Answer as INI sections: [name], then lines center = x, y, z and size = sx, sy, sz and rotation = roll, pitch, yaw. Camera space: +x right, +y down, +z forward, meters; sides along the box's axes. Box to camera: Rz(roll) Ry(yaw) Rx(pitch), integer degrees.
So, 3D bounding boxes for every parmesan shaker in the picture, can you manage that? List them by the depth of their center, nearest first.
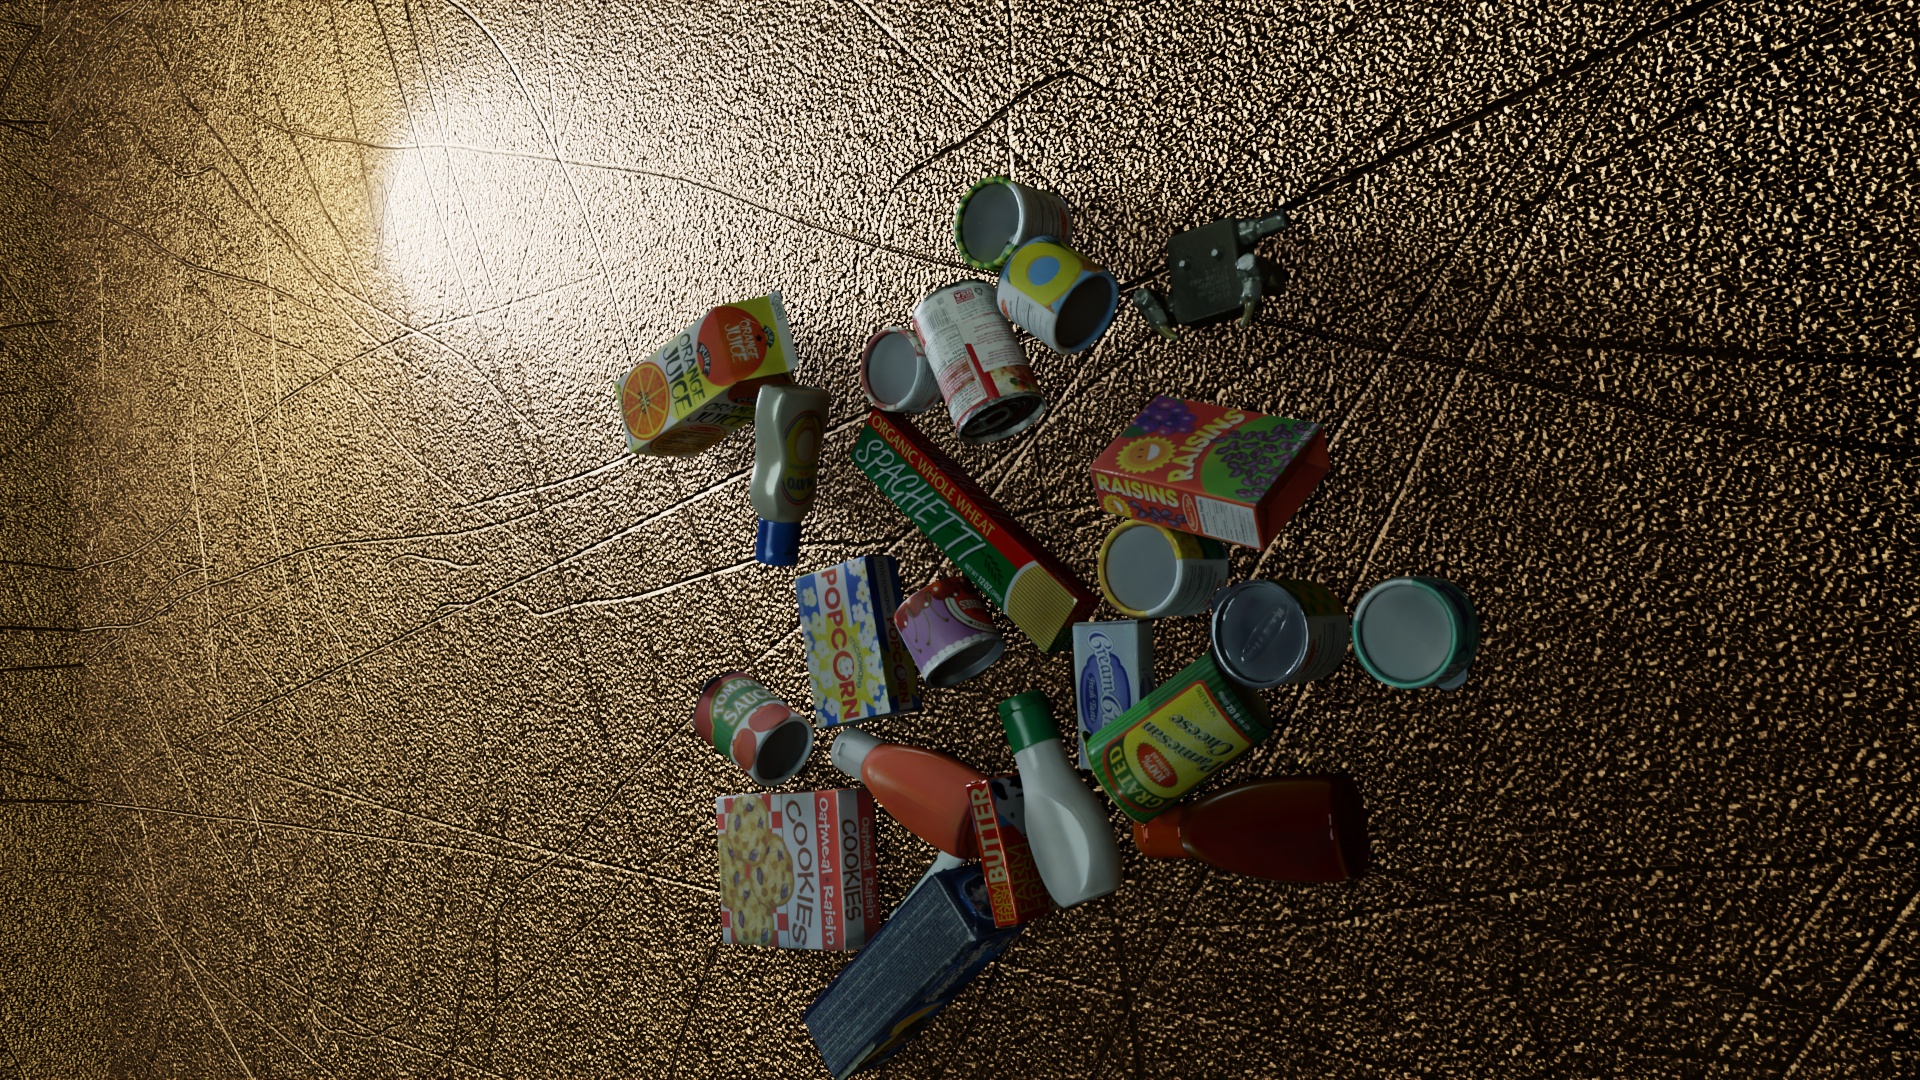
[parmesan shaker]
center = 0.137, 0.122, 0.882
size = 0.103, 0.071, 0.071
rotation = -39, 64, 16

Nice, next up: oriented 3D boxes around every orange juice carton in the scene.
[orange juice carton]
center = -0.209, -0.141, 1.194
size = 0.192, 0.073, 0.072
rotation = -27, 73, 37

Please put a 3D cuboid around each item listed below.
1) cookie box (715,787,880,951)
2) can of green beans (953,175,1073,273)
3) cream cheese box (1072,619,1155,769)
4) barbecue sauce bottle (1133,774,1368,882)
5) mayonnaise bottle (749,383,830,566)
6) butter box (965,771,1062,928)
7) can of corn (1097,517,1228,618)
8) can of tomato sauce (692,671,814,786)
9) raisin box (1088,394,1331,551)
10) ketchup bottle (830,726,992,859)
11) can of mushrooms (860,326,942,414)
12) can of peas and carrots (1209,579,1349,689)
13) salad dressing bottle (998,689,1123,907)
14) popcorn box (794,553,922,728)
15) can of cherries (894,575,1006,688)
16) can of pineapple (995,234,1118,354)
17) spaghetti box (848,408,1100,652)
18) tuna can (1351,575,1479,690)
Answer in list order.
[cookie box]
center = -0.134, 0.267, 1.135
size = 0.167, 0.040, 0.123
rotation = -14, 77, 45
[can of green beans]
center = 0.037, -0.223, 0.995
size = 0.071, 0.058, 0.071
rotation = -1, 89, 41
[cream cheese box]
center = 0.106, 0.107, 0.953
size = 0.053, 0.024, 0.104
rotation = -5, 86, 39
[barbecue sauce bottle]
center = 0.179, 0.182, 0.878
size = 0.148, 0.044, 0.065
rotation = -11, 82, 40
[mayonnaise bottle]
center = -0.144, -0.054, 1.148
size = 0.041, 0.065, 0.147
rotation = 15, 103, 36
[butter box]
center = 0.039, 0.219, 0.990
size = 0.024, 0.053, 0.103
rotation = -22, 75, 40
[can of corn]
center = 0.131, 0.017, 0.912
size = 0.071, 0.058, 0.071
rotation = -1, 89, 40
[can of tomato sauce]
center = -0.173, 0.156, 1.162
size = 0.083, 0.071, 0.071
rotation = 29, 108, 36
[raisin box]
center = 0.156, -0.045, 0.873
size = 0.123, 0.086, 0.040
rotation = 16, 140, 39
[ketchup bottle]
center = -0.038, 0.185, 1.061
size = 0.149, 0.043, 0.064
rotation = 21, 88, 39
[can of mushrooms]
center = -0.046, -0.133, 1.081
size = 0.071, 0.033, 0.071
rotation = 0, 91, 41
[can of peas and carrots]
center = 0.195, 0.055, 0.856
size = 0.071, 0.059, 0.071
rotation = -1, 88, 41
[salad dressing bottle]
center = 0.067, 0.179, 0.974
size = 0.064, 0.044, 0.148
rotation = -37, 65, 42
[popcorn box]
center = -0.082, 0.081, 1.106
size = 0.085, 0.038, 0.127
rotation = -18, 78, 39
[can of cherries]
center = -0.006, 0.066, 1.024
size = 0.071, 0.071, 0.058
rotation = -45, 61, 31
[can of pineapple]
center = 0.069, -0.171, 0.964
size = 0.058, 0.071, 0.070
rotation = 40, 114, 33
[spaghetti box]
center = 0.004, -0.013, 1.040
size = 0.251, 0.029, 0.050
rotation = 44, 116, 32
[tuna can]
center = 0.266, 0.056, 0.812
size = 0.071, 0.033, 0.071
rotation = -1, 88, 41
